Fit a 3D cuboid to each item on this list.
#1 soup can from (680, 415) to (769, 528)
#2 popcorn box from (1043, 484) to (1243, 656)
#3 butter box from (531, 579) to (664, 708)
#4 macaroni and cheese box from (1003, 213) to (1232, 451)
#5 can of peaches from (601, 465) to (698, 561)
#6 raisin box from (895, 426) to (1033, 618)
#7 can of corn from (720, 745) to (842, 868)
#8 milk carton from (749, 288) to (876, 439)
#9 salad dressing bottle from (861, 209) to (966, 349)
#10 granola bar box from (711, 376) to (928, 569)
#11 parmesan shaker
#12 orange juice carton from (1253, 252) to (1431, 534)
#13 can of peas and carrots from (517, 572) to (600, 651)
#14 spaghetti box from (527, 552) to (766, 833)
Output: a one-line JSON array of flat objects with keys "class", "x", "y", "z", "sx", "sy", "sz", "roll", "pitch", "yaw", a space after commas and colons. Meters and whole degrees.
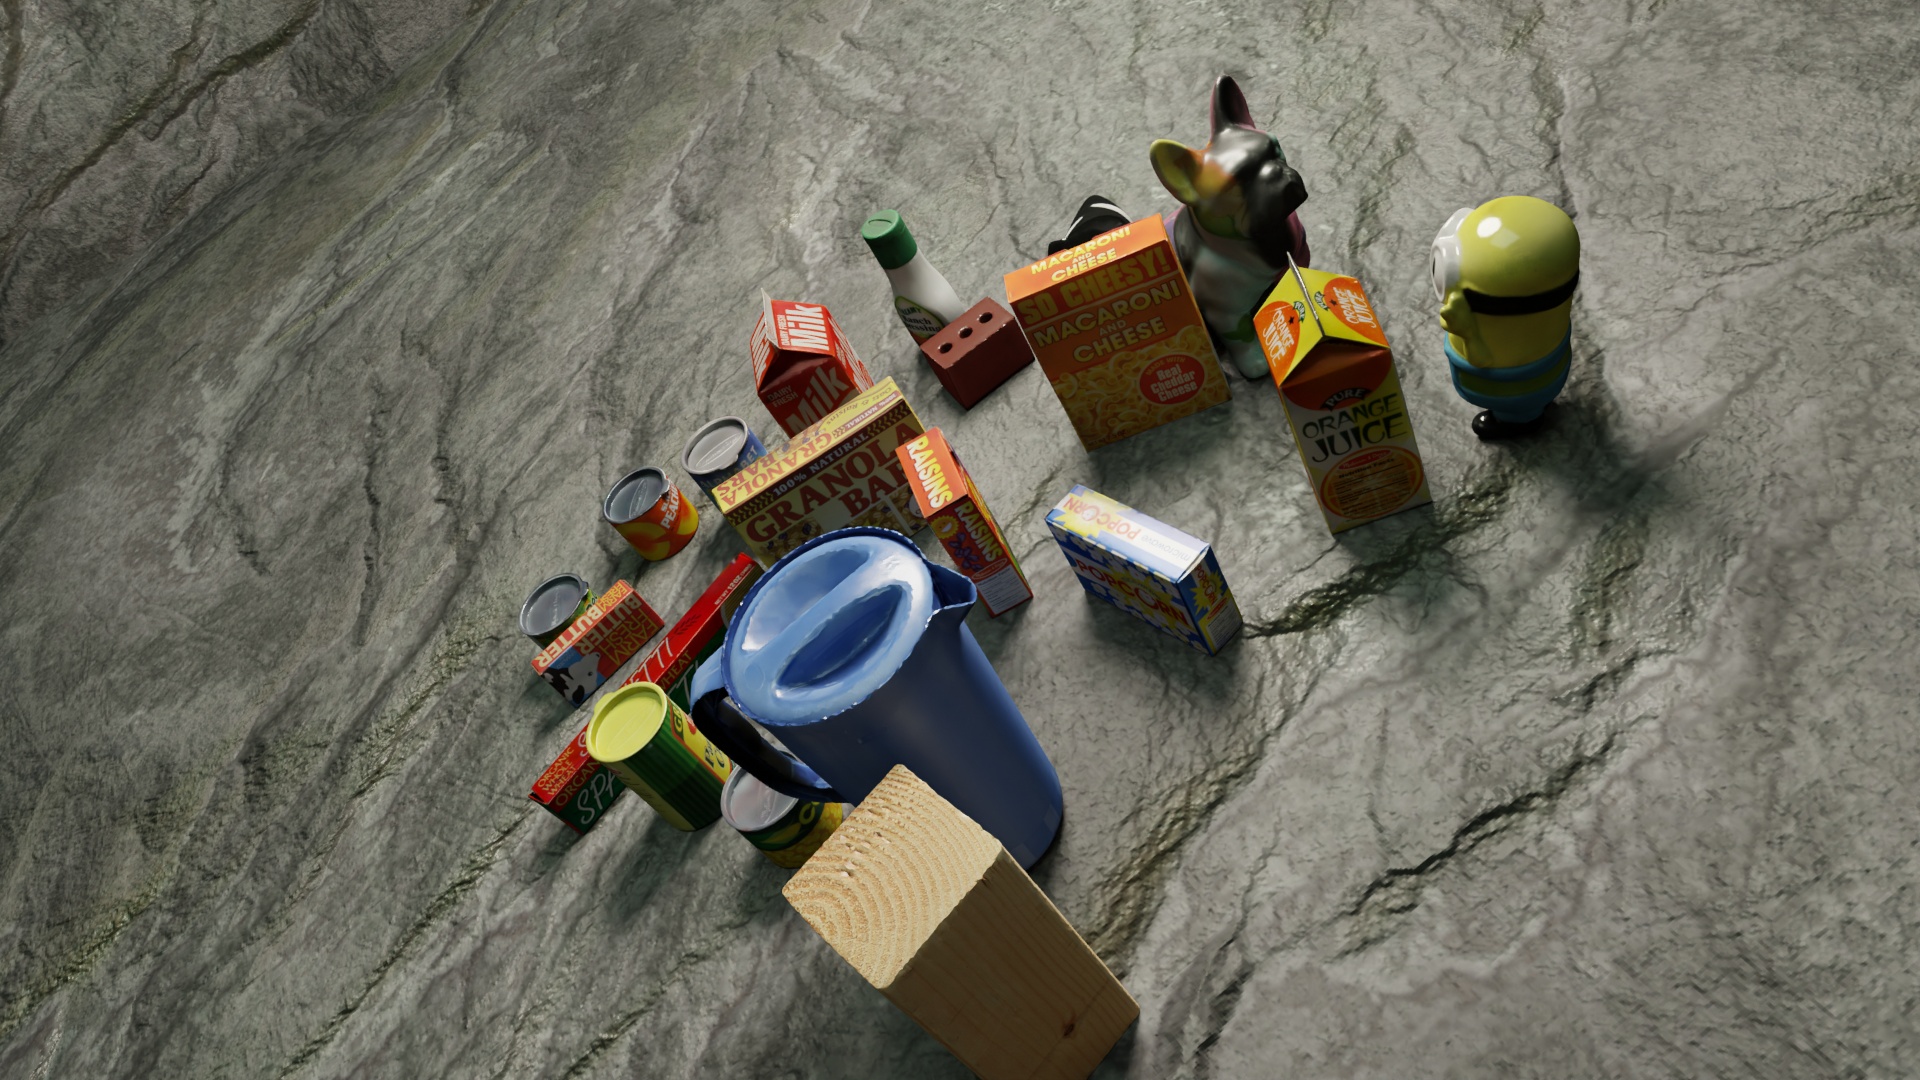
[{"class": "soup can", "x": -0.192, "y": -0.055, "z": 1.208, "sx": 0.071, "sy": 0.083, "sz": 0.072, "roll": -16, "pitch": 45, "yaw": 18}, {"class": "popcorn box", "x": 0.125, "y": 0.019, "z": 0.952, "sx": 0.038, "sy": 0.085, "sz": 0.127, "roll": -47, "pitch": 45, "yaw": -15}, {"class": "butter box", "x": -0.304, "y": 0.086, "z": 1.168, "sx": 0.104, "sy": 0.053, "sz": 0.024, "roll": -45, "pitch": 44, "yaw": -12}, {"class": "macaroni and cheese box", "x": 0.121, "y": -0.154, "z": 1.052, "sx": 0.123, "sy": 0.166, "sz": 0.040, "roll": -20, "pitch": 44, "yaw": 14}, {"class": "can of peaches", "x": -0.276, "y": -0.024, "z": 1.248, "sx": 0.071, "sy": 0.058, "sz": 0.071, "roll": -16, "pitch": 45, "yaw": 17}, {"class": "raisin box", "x": 0.004, "y": -0.013, "z": 1.025, "sx": 0.040, "sy": 0.123, "sz": 0.086, "roll": -29, "pitch": 43, "yaw": 5}, {"class": "can of corn", "x": -0.121, "y": 0.185, "z": 0.966, "sx": 0.071, "sy": 0.058, "sz": 0.071, "roll": -16, "pitch": 45, "yaw": 17}, {"class": "milk carton", "x": -0.113, "y": -0.120, "z": 1.142, "sx": 0.073, "sy": 0.190, "sz": 0.073, "roll": -25, "pitch": 43, "yaw": 9}, {"class": "salad dressing bottle", "x": -0.039, "y": -0.224, "z": 1.224, "sx": 0.064, "sy": 0.147, "sz": 0.044, "roll": 16, "pitch": 62, "yaw": 40}, {"class": "granola bar box", "x": -0.093, "y": -0.036, "z": 1.102, "sx": 0.165, "sy": 0.123, "sz": 0.039, "roll": -33, "pitch": 43, "yaw": 0}, {"class": "parmesan shaker", "x": -0.217, "y": 0.157, "z": 1.015, "sx": 0.071, "sy": 0.102, "sz": 0.072, "roll": -17, "pitch": 45, "yaw": 18}, {"class": "orange juice carton", "x": 0.246, "y": -0.097, "z": 0.907, "sx": 0.073, "sy": 0.192, "sz": 0.072, "roll": -20, "pitch": 44, "yaw": 14}, {"class": "can of peas and carrots", "x": -0.334, "y": 0.070, "z": 1.197, "sx": 0.071, "sy": 0.058, "sz": 0.071, "roll": -16, "pitch": 45, "yaw": 17}, {"class": "spaghetti box", "x": -0.236, "y": 0.119, "z": 1.100, "sx": 0.029, "sy": 0.050, "sz": 0.251, "roll": 22, "pitch": 65, "yaw": 42}]
